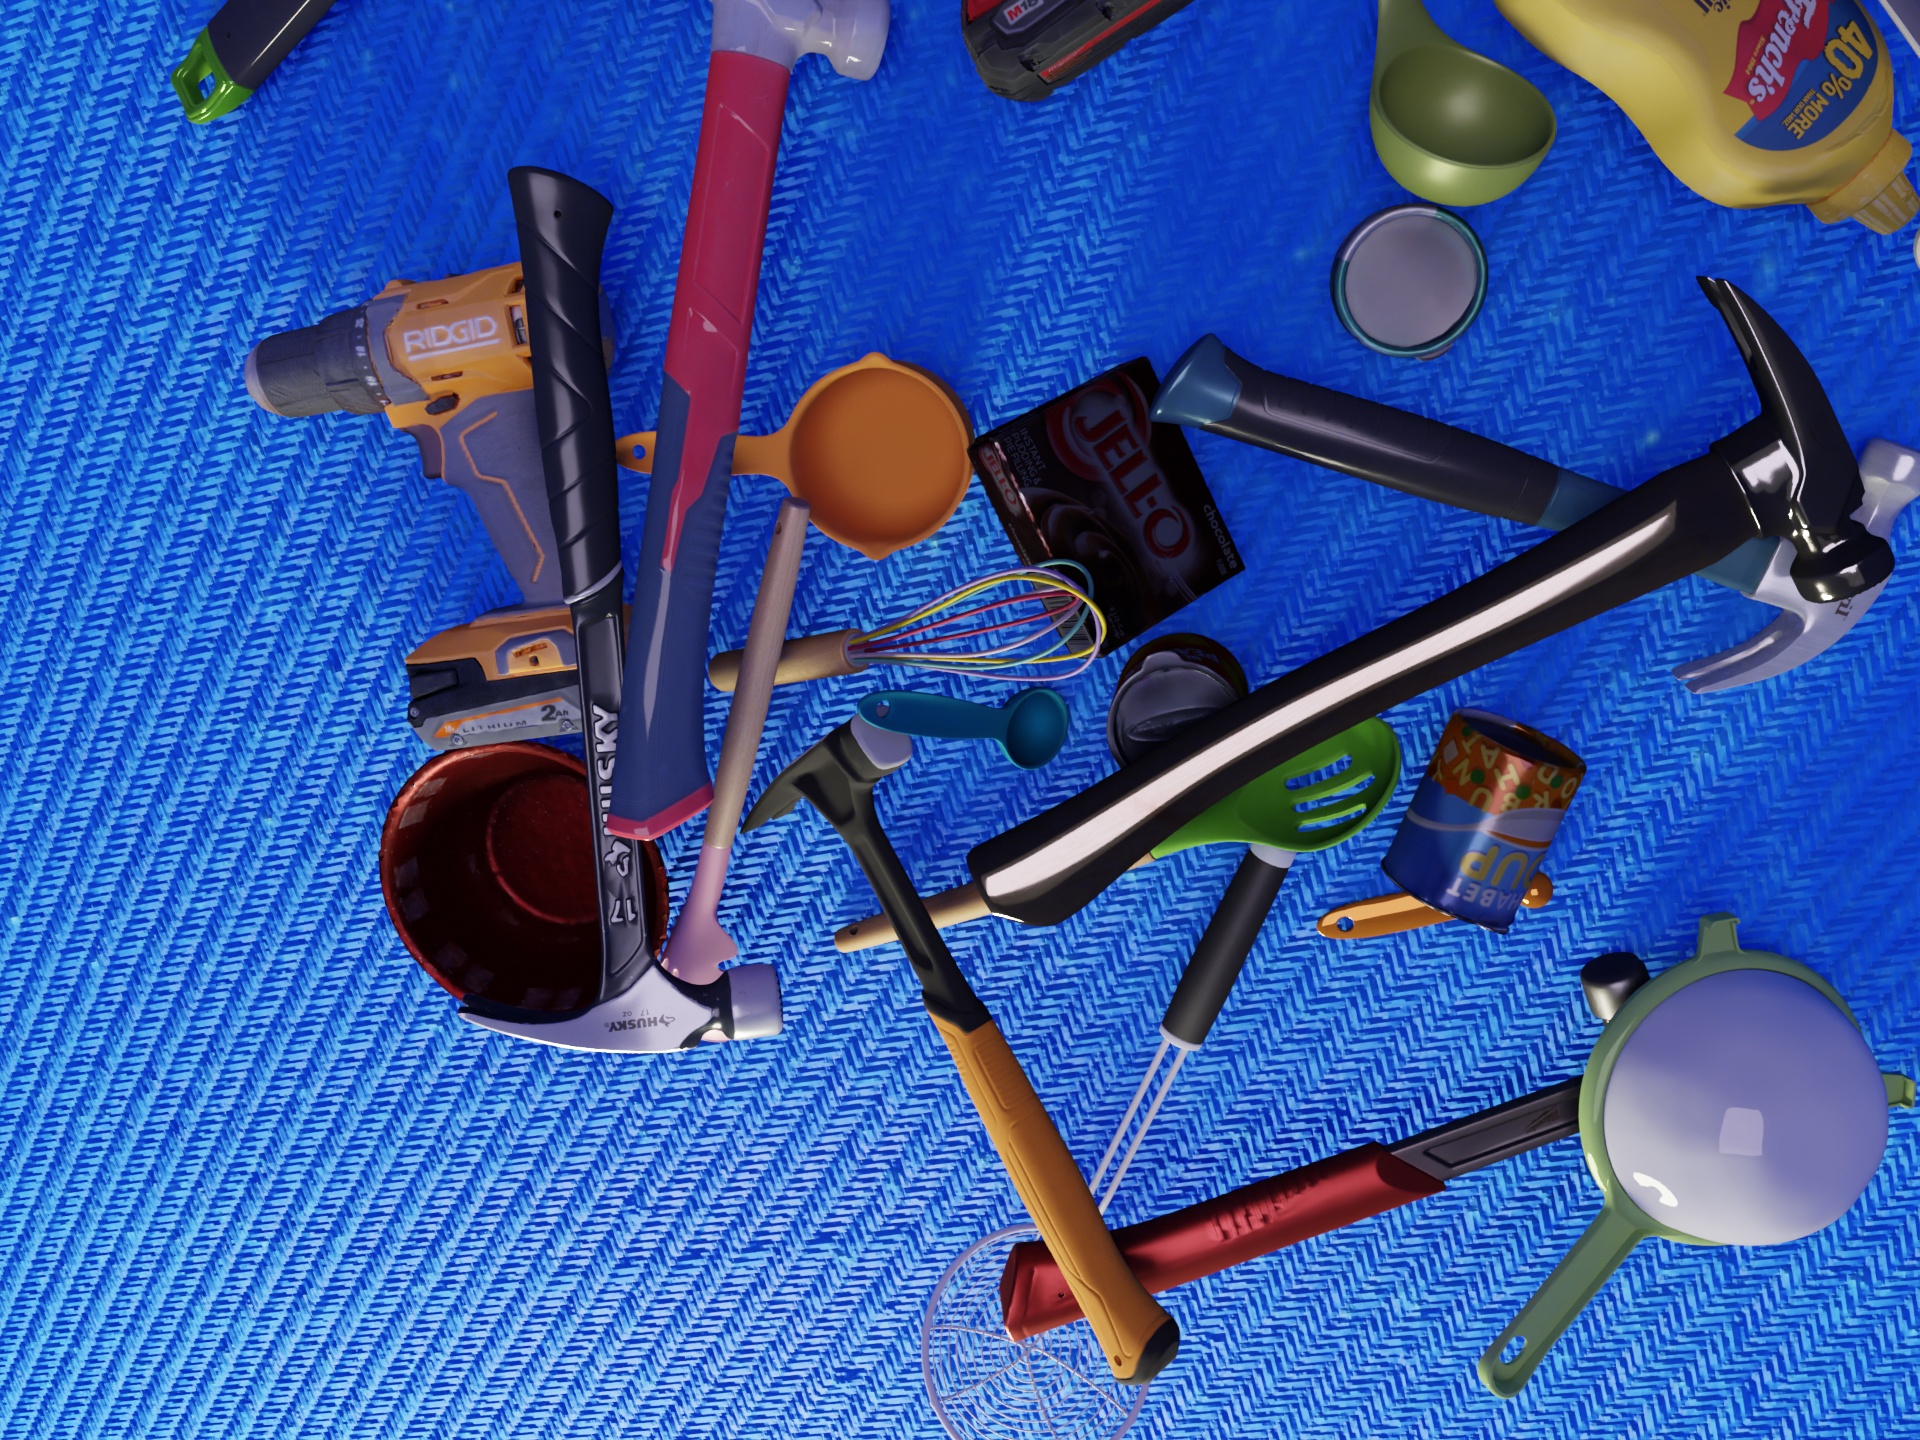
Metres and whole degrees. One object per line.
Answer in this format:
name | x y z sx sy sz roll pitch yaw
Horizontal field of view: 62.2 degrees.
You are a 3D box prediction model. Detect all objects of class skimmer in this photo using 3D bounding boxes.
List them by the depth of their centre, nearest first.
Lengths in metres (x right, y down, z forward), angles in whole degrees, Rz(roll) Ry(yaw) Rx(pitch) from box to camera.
skimmer | 0.089 0.226 0.821 0.127 0.090 0.363 23 109 3

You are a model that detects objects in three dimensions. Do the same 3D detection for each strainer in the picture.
strainer | 0.341 0.228 0.744 0.151 0.069 0.256 40 90 -12

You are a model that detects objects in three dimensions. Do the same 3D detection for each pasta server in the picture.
pasta server | -0.109 0.036 0.793 0.060 0.040 0.316 38 123 37

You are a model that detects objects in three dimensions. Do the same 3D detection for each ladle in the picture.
ladle | 0.169 -0.366 0.644 0.078 0.062 0.320 -22 100 -20

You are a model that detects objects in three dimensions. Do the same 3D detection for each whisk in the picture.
whisk | -0.034 -0.039 0.742 0.245 0.047 0.051 -7 75 41

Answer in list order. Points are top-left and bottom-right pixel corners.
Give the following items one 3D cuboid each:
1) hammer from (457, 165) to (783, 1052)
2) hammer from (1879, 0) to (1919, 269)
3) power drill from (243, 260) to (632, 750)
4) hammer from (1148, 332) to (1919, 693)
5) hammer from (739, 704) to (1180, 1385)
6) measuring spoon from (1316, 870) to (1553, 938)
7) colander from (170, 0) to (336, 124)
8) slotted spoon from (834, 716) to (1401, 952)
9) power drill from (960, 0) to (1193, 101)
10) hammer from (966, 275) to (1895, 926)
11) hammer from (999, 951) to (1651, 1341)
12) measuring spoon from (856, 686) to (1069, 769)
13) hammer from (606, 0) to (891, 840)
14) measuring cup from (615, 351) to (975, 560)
hammer | -0.172 -0.043 0.733 0.149 0.036 0.409 -6 98 -11
hammer | 0.303 -0.357 0.606 0.405 0.144 0.035 54 152 0
power drill | -0.249 -0.104 0.789 0.185 0.084 0.226 -7 101 12
hammer | 0.247 -0.106 0.707 0.331 0.033 0.128 17 110 -1
hammer | 0.005 0.162 0.770 0.127 0.034 0.337 -37 79 48
measuring spoon | 0.237 0.095 0.795 0.117 0.011 0.021 -12 104 14
colander | -0.243 -0.395 0.666 0.397 0.094 0.204 -32 79 25
slotted spoon | 0.073 0.069 0.804 0.314 0.070 0.031 -20 140 20
power drill | -0.008 -0.377 0.663 0.188 0.080 0.226 -28 97 17
hammer | 0.180 -0.029 0.697 0.410 0.038 0.146 -29 102 12
hammer | 0.193 0.243 0.796 0.359 0.037 0.149 -20 101 1
measuring spoon | -0.001 -0.002 0.768 0.128 0.021 0.042 8 99 -38
hammer | -0.129 -0.141 0.696 0.143 0.038 0.386 8 92 -17
measuring cup | -0.077 -0.129 0.761 0.173 0.052 0.095 3 106 9
